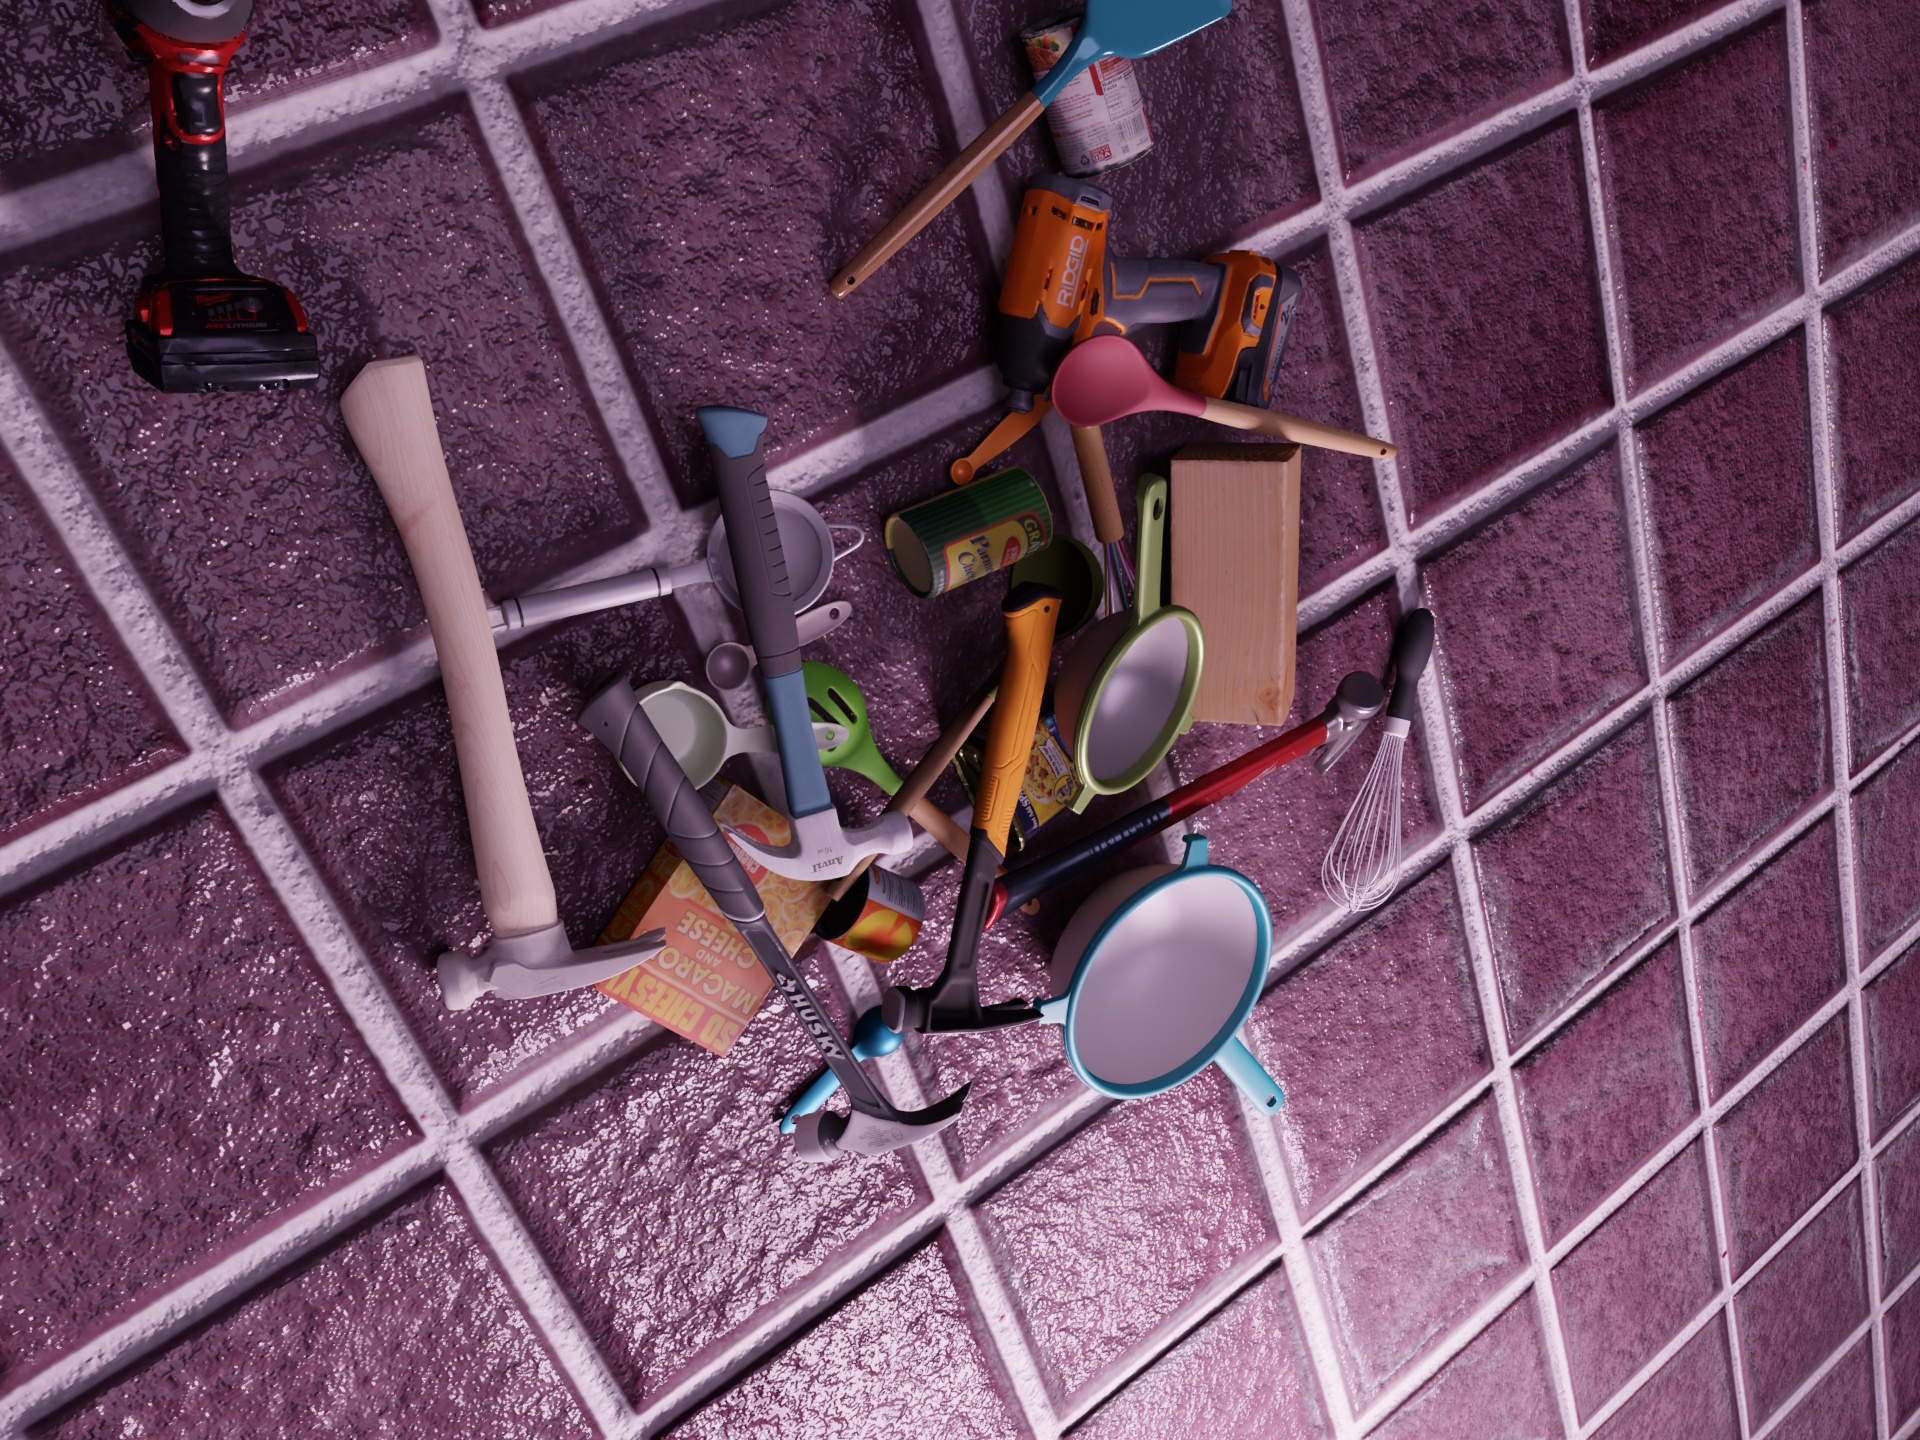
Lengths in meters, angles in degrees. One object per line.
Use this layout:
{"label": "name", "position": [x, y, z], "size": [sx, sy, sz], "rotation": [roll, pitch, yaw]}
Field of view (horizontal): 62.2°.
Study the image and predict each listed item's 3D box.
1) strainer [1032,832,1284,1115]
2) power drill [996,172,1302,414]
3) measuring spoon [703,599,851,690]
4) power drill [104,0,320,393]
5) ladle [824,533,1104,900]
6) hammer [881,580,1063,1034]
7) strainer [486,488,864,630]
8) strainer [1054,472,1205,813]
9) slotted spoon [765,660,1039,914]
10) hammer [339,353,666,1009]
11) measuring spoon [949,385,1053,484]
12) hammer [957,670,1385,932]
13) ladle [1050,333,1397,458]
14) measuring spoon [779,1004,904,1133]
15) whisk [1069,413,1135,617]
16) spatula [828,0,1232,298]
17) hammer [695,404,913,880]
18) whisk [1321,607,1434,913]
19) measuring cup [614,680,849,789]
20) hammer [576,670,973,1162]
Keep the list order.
{"label": "strainer", "position": [0.180, 0.234, 1.350], "size": [0.211, 0.095, 0.340], "rotation": [-47, 130, -7]}
{"label": "power drill", "position": [0.129, -0.289, 1.168], "size": [0.226, 0.084, 0.164], "rotation": [8, 102, -30]}
{"label": "measuring spoon", "position": [-0.129, -0.057, 1.113], "size": [0.124, 0.018, 0.034], "rotation": [-29, 116, -30]}
{"label": "power drill", "position": [-0.384, -0.282, 0.805], "size": [0.078, 0.143, 0.219], "rotation": [-11, 112, -33]}
{"label": "ladle", "position": [-0.002, -0.004, 1.160], "size": [0.320, 0.078, 0.062], "rotation": [-52, 144, -13]}
{"label": "hammer", "position": [0.031, 0.067, 1.150], "size": [0.127, 0.034, 0.337], "rotation": [4, 103, -32]}
{"label": "strainer", "position": [-0.190, -0.095, 1.045], "size": [0.258, 0.050, 0.087], "rotation": [-15, 96, -22]}
{"label": "strainer", "position": [0.111, -0.068, 1.147], "size": [0.151, 0.069, 0.256], "rotation": [-33, 137, -37]}
{"label": "slotted spoon", "position": [-0.031, 0.063, 1.200], "size": [0.313, 0.031, 0.070], "rotation": [44, 77, -35]}
{"label": "hammer", "position": [-0.292, -0.019, 0.985], "size": [0.146, 0.038, 0.410], "rotation": [-11, 108, -9]}
{"label": "measuring spoon", "position": [0.032, -0.213, 1.171], "size": [0.117, 0.011, 0.021], "rotation": [-44, 123, -18]}
{"label": "hammer", "position": [0.168, 0.078, 1.293], "size": [0.386, 0.038, 0.143], "rotation": [-25, 160, -18]}
{"label": "ladle", "position": [0.198, -0.226, 1.165], "size": [0.315, 0.031, 0.069], "rotation": [7, 121, -27]}
{"label": "measuring spoon", "position": [-0.089, 0.274, 1.227], "size": [0.128, 0.021, 0.042], "rotation": [-44, 122, -15]}
{"label": "whisk", "position": [0.121, -0.124, 1.210], "size": [0.051, 0.047, 0.244], "rotation": [-75, 153, -50]}
{"label": "spatula", "position": [0.033, -0.390, 1.044], "size": [0.317, 0.044, 0.082], "rotation": [-42, 118, 6]}
{"label": "hammer", "position": [-0.120, -0.046, 1.050], "size": [0.128, 0.033, 0.330], "rotation": [-17, 110, -19]}
{"label": "whisk", "position": [0.388, 0.037, 1.443], "size": [0.070, 0.070, 0.284], "rotation": [11, 94, -34]}
{"label": "measuring cup", "position": [-0.158, 0.009, 1.092], "size": [0.167, 0.038, 0.083], "rotation": [-2, 105, -30]}
{"label": "hammer", "position": [-0.133, 0.141, 1.066], "size": [0.408, 0.149, 0.036], "rotation": [62, 30, -23]}
